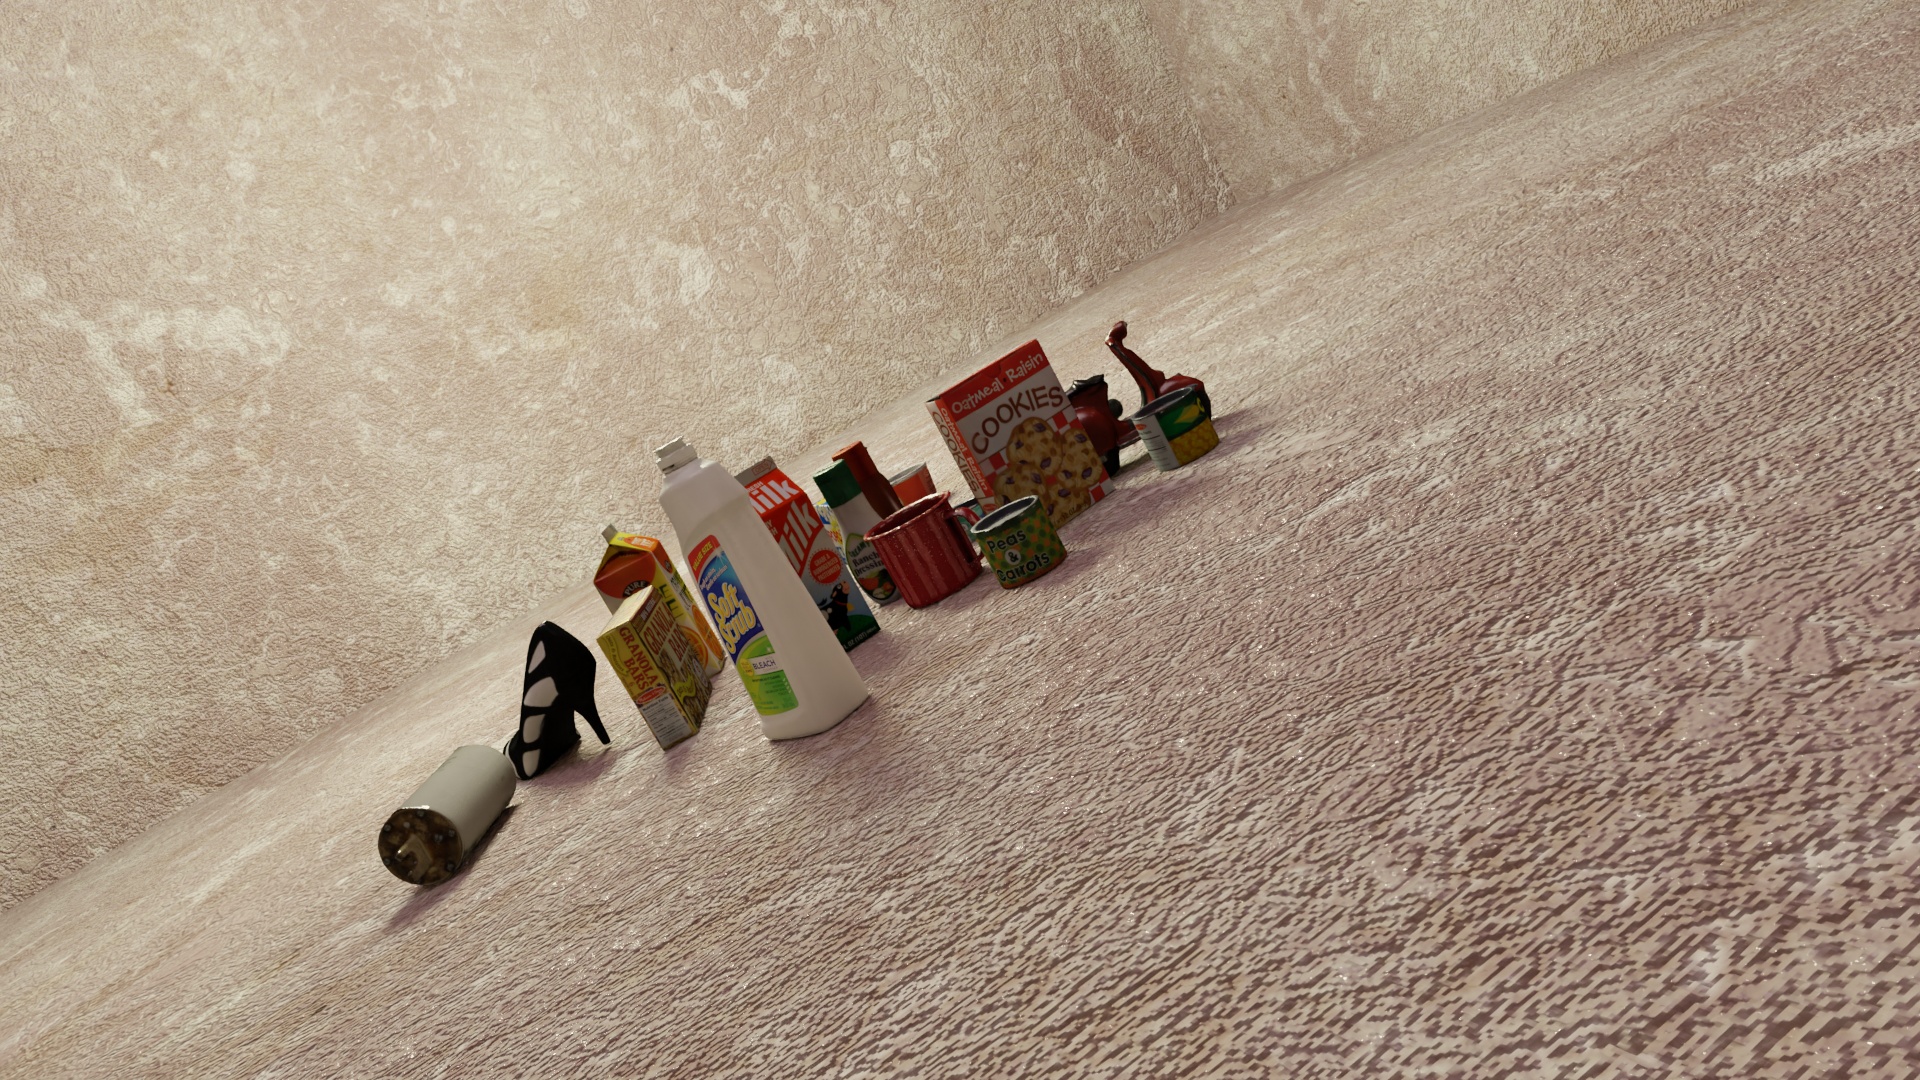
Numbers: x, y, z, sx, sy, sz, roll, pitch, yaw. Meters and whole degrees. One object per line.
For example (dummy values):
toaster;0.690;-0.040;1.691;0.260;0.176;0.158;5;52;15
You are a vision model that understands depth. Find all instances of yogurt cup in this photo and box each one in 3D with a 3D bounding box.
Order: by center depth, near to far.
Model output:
yogurt cup;-0.063;-0.064;1.797;0.072;0.054;0.072;-27;11;6

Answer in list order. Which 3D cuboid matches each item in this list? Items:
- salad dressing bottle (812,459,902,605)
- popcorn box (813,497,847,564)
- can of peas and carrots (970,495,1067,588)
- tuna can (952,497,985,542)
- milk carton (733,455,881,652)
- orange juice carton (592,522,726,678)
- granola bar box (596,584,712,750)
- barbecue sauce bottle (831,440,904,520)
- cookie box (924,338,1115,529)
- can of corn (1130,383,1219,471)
salad dressing bottle;-0.097;-0.009;1.384;0.064;0.147;0.044;-22;12;33
popcorn box;-0.128;-0.014;1.649;0.038;0.085;0.126;-31;11;-15
can of peas and carrots;0.051;0.002;1.204;0.071;0.058;0.071;-27;11;6
tuna can;0.005;-0.019;1.479;0.071;0.032;0.071;-27;11;6
milk carton;-0.159;0.020;1.291;0.072;0.190;0.073;-34;12;-25
orange juice carton;-0.333;0.068;1.496;0.073;0.192;0.072;-29;10;0
granola bar box;-0.292;0.119;1.345;0.039;0.124;0.166;-29;11;0
barbecue sauce bottle;-0.084;-0.032;1.457;0.044;0.148;0.065;-32;11;-19
cookie box;0.058;-0.090;1.318;0.123;0.167;0.040;-34;12;-26
can of corn;0.206;-0.107;1.318;0.071;0.058;0.071;-27;11;6
